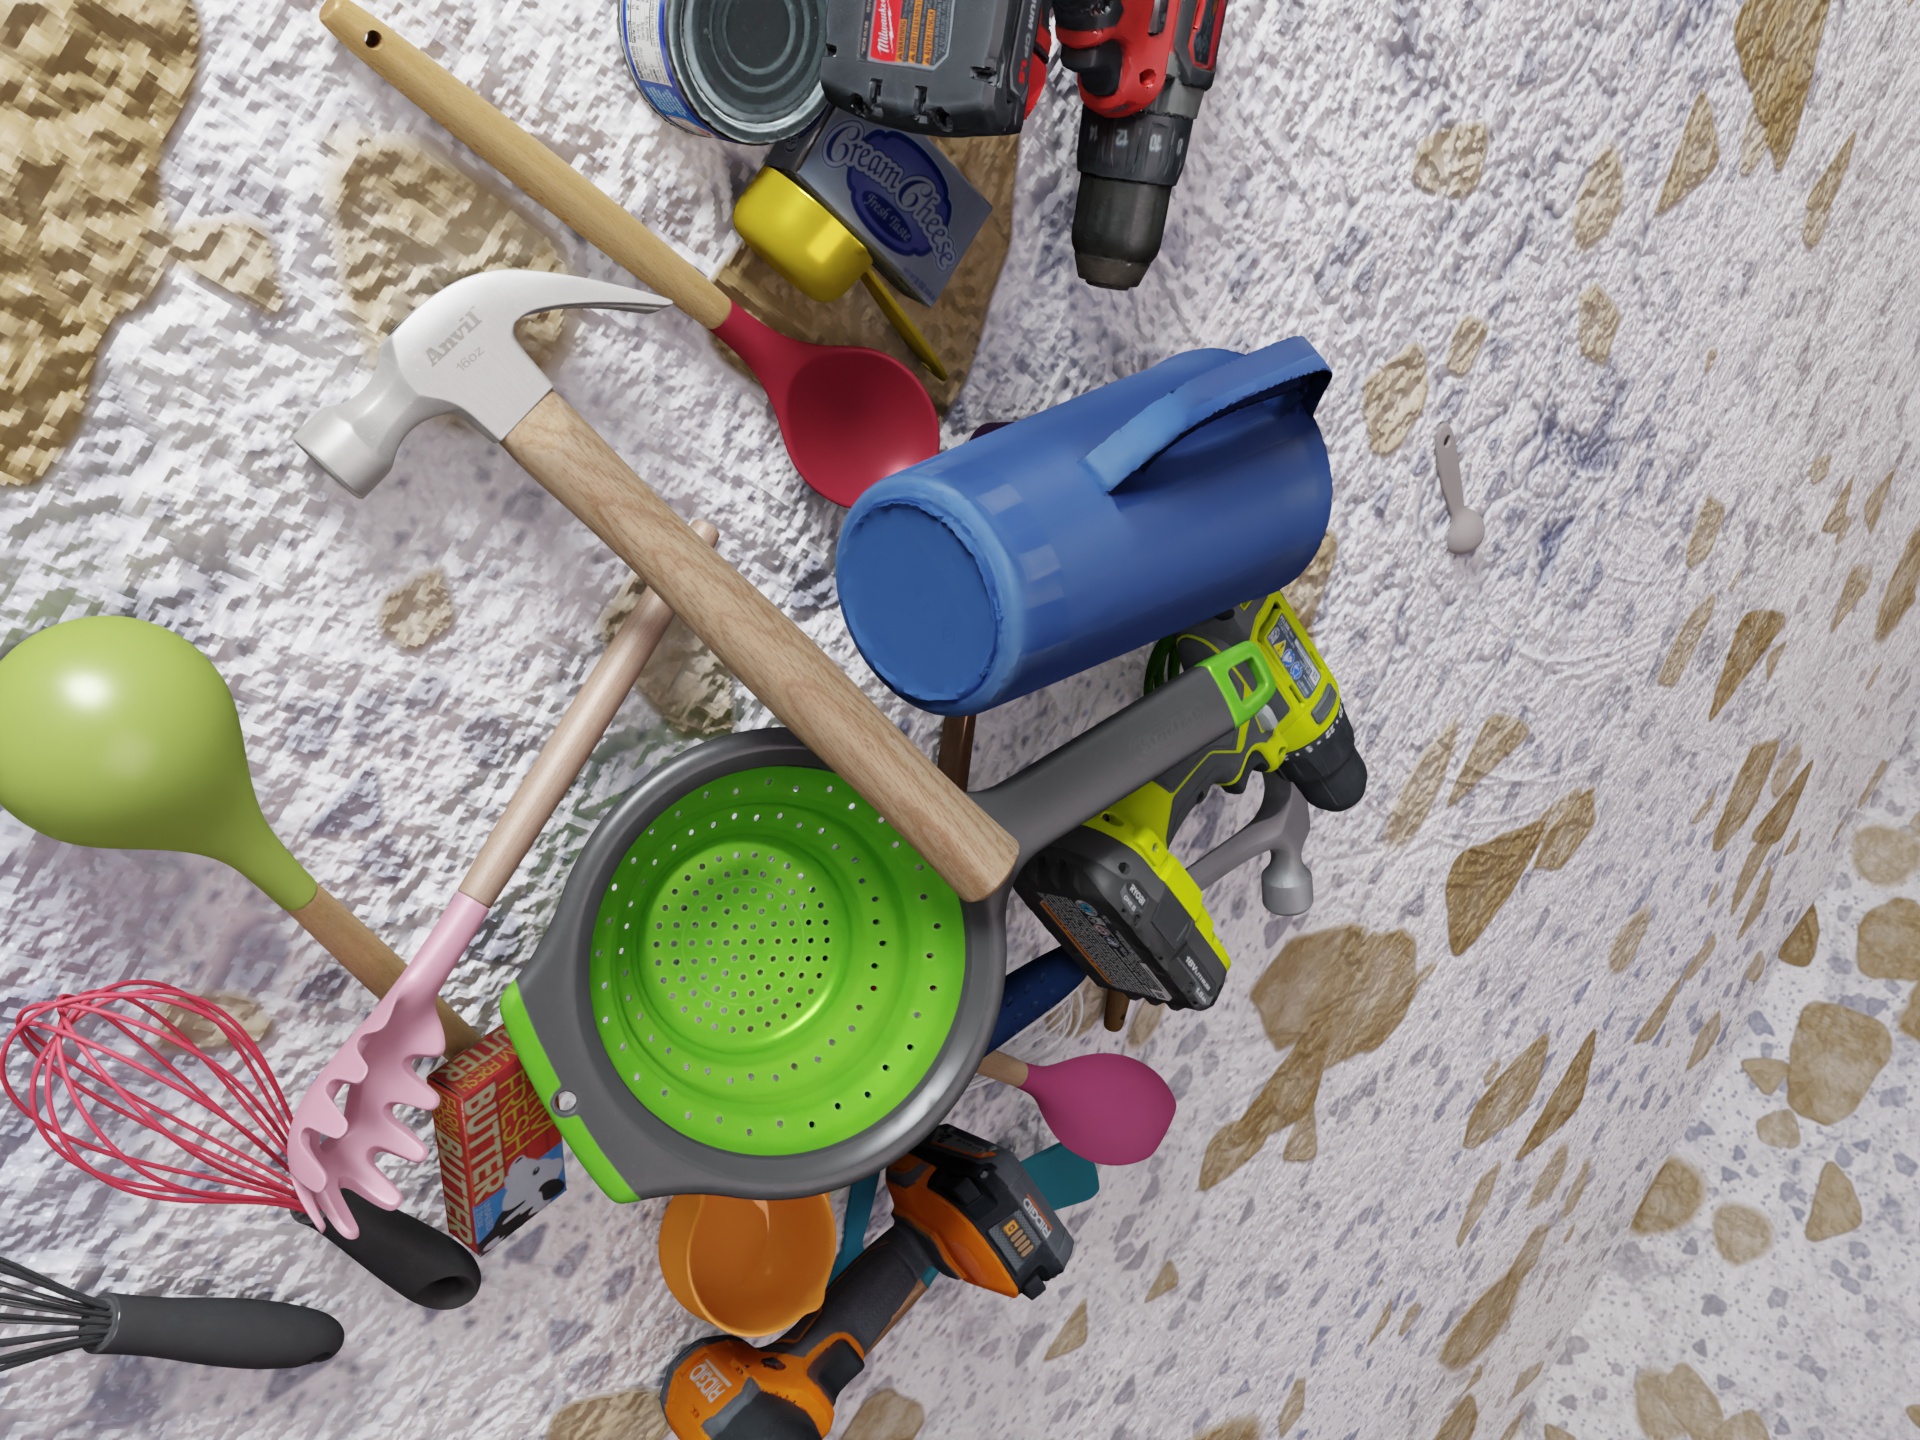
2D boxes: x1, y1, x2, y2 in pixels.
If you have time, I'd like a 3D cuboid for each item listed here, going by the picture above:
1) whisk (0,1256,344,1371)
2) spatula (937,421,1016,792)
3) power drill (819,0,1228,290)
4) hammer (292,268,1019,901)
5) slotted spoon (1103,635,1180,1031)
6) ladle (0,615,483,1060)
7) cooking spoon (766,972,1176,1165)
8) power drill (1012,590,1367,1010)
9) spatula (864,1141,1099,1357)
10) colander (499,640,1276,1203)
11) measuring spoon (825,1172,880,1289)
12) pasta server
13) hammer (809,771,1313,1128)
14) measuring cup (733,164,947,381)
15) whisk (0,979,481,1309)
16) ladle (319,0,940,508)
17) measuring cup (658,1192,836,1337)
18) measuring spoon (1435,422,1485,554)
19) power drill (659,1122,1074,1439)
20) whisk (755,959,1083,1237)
[{"bbox_3d":[-0.335,0.237,0.618,0.055,0.055,0.238,-57,144,-4],"label":"whisk"},{"bbox_3d":[-0.001,-0.003,0.845,0.059,0.018,0.315,-13,120,-41],"label":"spatula"},{"bbox_3d":[0.041,-0.276,0.663,0.226,0.080,0.187,-23,128,-54],"label":"power drill"},{"bbox_3d":[-0.087,-0.040,0.632,0.130,0.031,0.331,-50,117,-10],"label":"hammer"},{"bbox_3d":[0.121,0.070,1.009,0.070,0.031,0.313,-17,125,-40],"label":"slotted spoon"},{"bbox_3d":[-0.252,0.077,0.622,0.078,0.062,0.319,-56,148,-25],"label":"ladle"},{"bbox_3d":[0.016,0.197,0.915,0.318,0.017,0.069,29,87,-34],"label":"cooking spoon"},{"bbox_3d":[0.143,0.044,0.891,0.190,0.080,0.228,51,61,-32],"label":"power drill"},{"bbox_3d":[-0.038,0.381,1.012,0.317,0.044,0.082,-41,140,-21],"label":"spatula"},{"bbox_3d":[-0.022,0.067,0.755,0.397,0.094,0.204,-30,99,-19],"label":"colander"},{"bbox_3d":[-0.057,0.311,0.966,0.042,0.021,0.128,-9,118,-43],"label":"measuring spoon"},{"bbox_3d":[-0.175,0.052,0.641,0.316,0.040,0.060,-61,158,-17],"label":"pasta server"},{"bbox_3d":[0.074,0.128,0.920,0.405,0.035,0.144,-28,120,-36],"label":"hammer"},{"bbox_3d":[-0.046,-0.177,0.680,0.029,0.062,0.156,-49,150,1],"label":"measuring cup"},{"bbox_3d":[-0.272,0.186,0.645,0.073,0.073,0.295,-45,144,-18],"label":"whisk"},{"bbox_3d":[-0.113,-0.172,0.624,0.315,0.031,0.069,32,90,-48],"label":"ladle"},{"bbox_3d":[-0.093,0.248,0.865,0.095,0.052,0.174,51,57,-18],"label":"measuring cup"},{"bbox_3d":[0.353,-0.162,1.122,0.034,0.018,0.124,-48,138,-15],"label":"measuring spoon"},{"bbox_3d":[-0.050,0.331,0.870,0.226,0.164,0.084,-38,102,-21],"label":"power drill"},{"bbox_3d":[-0.021,0.222,0.939,0.246,0.059,0.058,-34,94,-23],"label":"whisk"}]
